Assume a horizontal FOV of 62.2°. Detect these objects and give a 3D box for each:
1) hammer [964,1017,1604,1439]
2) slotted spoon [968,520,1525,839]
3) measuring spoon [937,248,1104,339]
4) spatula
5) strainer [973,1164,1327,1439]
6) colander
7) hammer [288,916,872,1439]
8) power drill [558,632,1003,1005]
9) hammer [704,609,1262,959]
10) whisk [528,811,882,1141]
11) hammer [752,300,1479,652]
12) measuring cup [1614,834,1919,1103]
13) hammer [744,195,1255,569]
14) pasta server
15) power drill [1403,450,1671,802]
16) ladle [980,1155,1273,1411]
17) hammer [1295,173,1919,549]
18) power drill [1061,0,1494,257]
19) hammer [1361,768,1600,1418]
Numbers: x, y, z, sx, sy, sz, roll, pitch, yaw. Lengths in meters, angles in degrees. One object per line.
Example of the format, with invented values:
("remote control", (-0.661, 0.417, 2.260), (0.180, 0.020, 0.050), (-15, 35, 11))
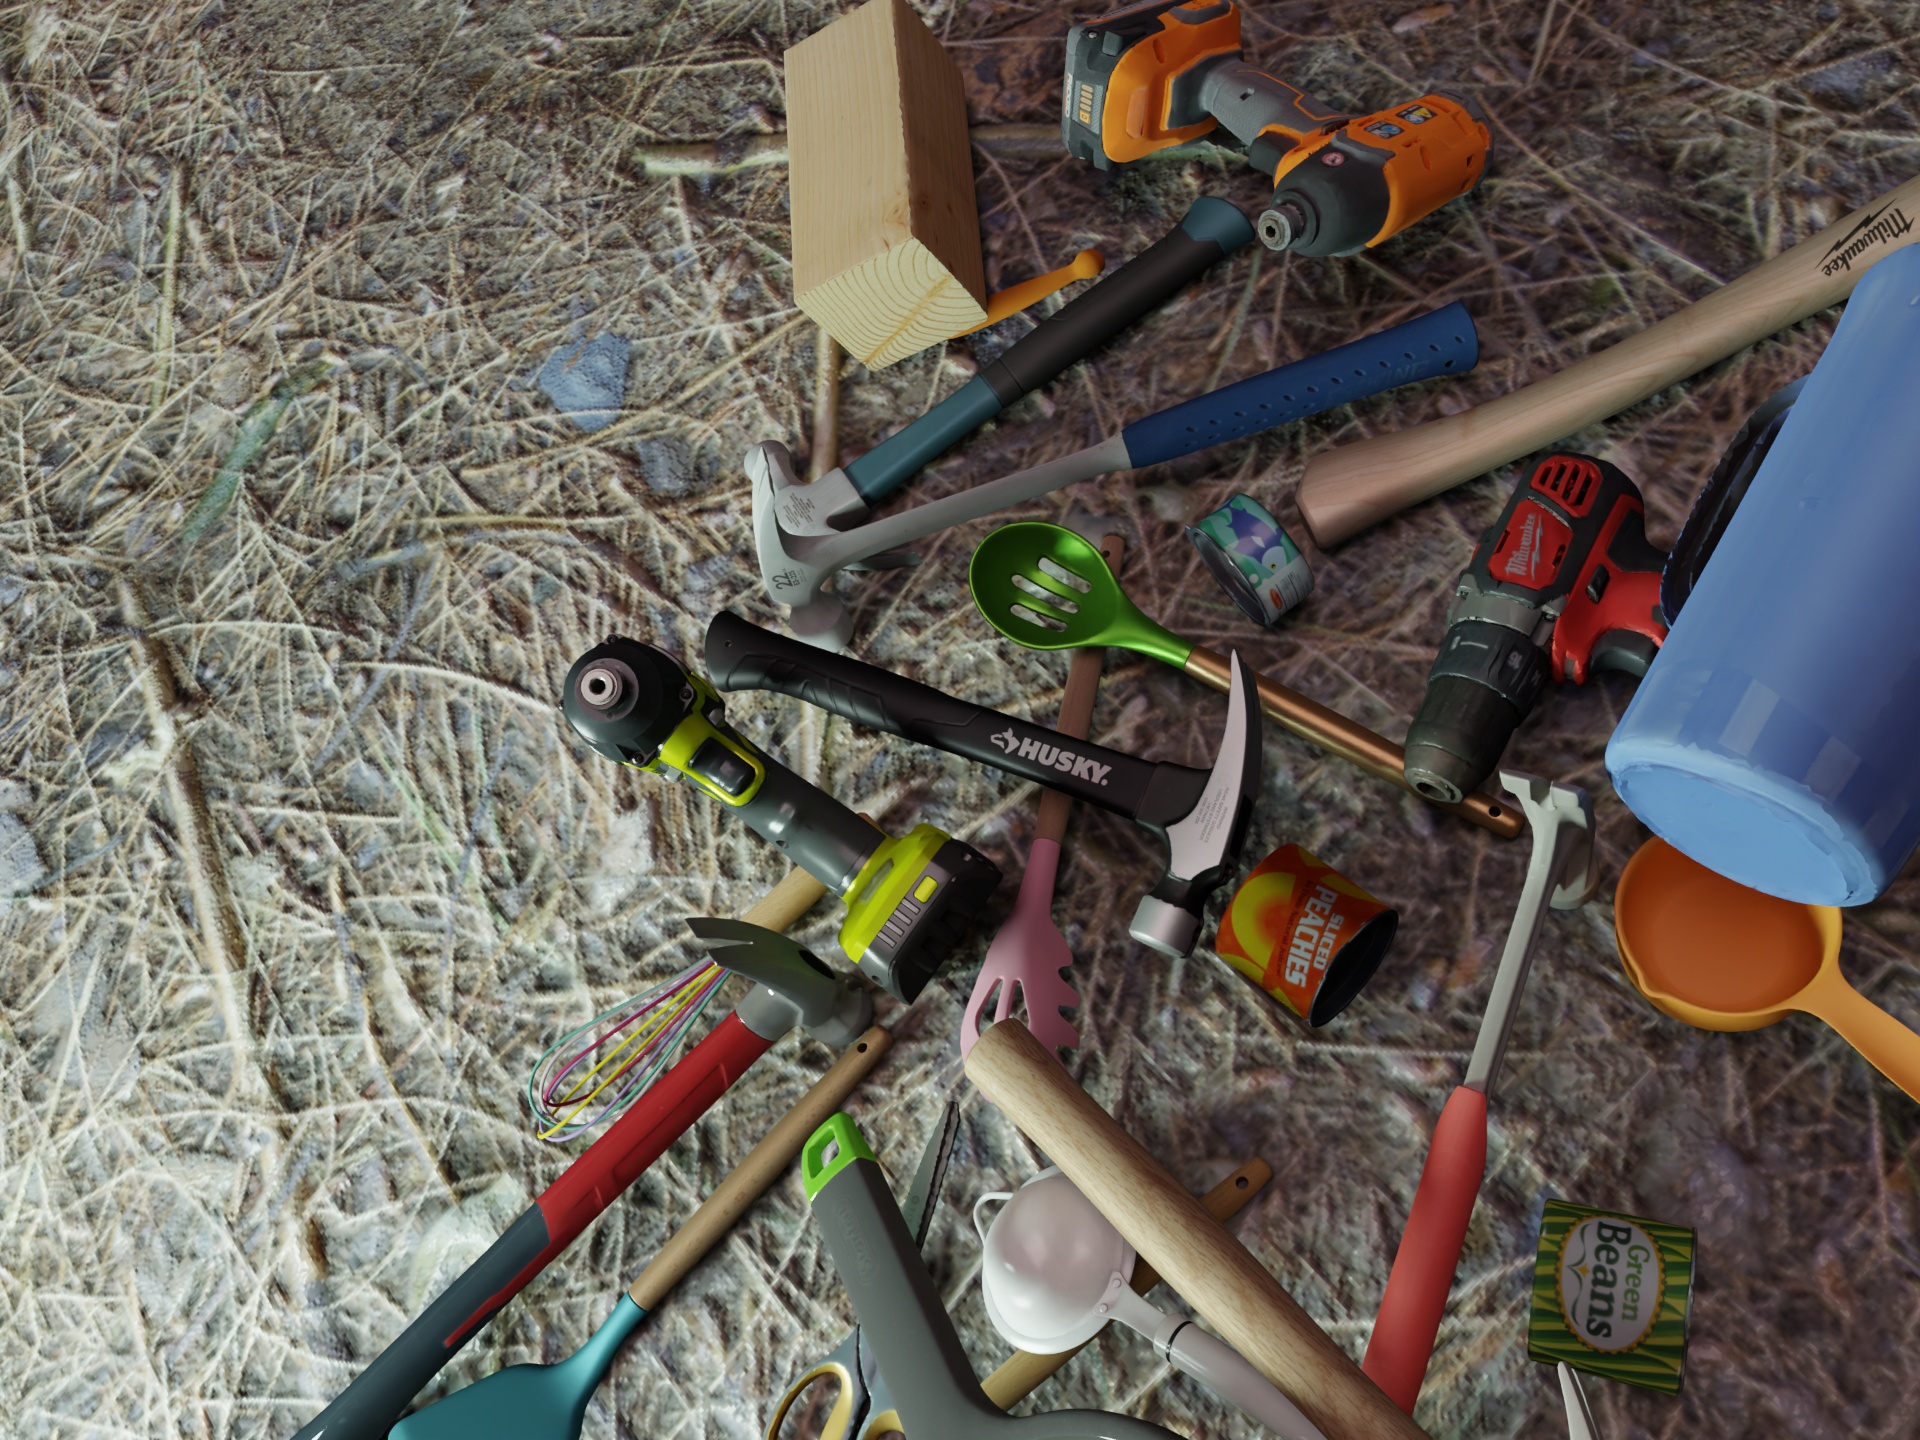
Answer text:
("hammer", (0.112, 0.227, 0.630), (0.130, 0.031, 0.332), (-48, 49, -3))
("slotted spoon", (0.140, -0.018, 0.816), (0.314, 0.031, 0.070), (29, 81, 22))
("measuring spoon", (0.034, -0.266, 0.991), (0.117, 0.011, 0.021), (-22, 61, 11))
("spatula", (-0.149, 0.273, 0.802), (0.317, 0.044, 0.082), (-47, 56, -5))
("strainer", (0.084, 0.256, 0.675), (0.259, 0.050, 0.087), (19, 75, 44))
("colander", (0.032, 0.324, 0.649), (0.204, 0.094, 0.398), (-46, 42, 11))
("hammer", (-0.215, 0.251, 0.793), (0.386, 0.143, 0.038), (-44, 56, 3))
("power drill", (-0.091, 0.042, 0.779), (0.223, 0.171, 0.080), (35, 86, 4))
("hammer", (-0.001, -0.003, 0.832), (0.335, 0.035, 0.146), (19, 81, 29))
("whisk", (-0.138, 0.137, 0.863), (0.245, 0.047, 0.051), (-43, 71, -6))
("hammer", (0.079, -0.147, 0.867), (0.405, 0.143, 0.035), (-19, 54, 5))
("measuring cup", (0.357, 0.117, 0.672), (0.095, 0.052, 0.174), (-44, 61, -2))
("hammer", (0.029, -0.207, 0.954), (0.331, 0.033, 0.128), (-35, 59, 3))
("pasta server", (0.053, 0.043, 0.839), (0.060, 0.040, 0.316), (4, 65, 23))
("power drill", (0.329, -0.019, 0.725), (0.227, 0.080, 0.188), (22, 71, 31))
("ladle", (0.020, 0.304, 0.720), (0.315, 0.031, 0.069), (-39, 63, -6))
("hammer", (0.370, -0.184, 0.811), (0.410, 0.038, 0.146), (-26, 62, 9))
("power drill", (0.163, -0.334, 0.904), (0.164, 0.084, 0.227), (-33, 55, -30))
("hammer", (0.198, 0.201, 0.657), (0.037, 0.149, 0.359), (15, 80, 29))
